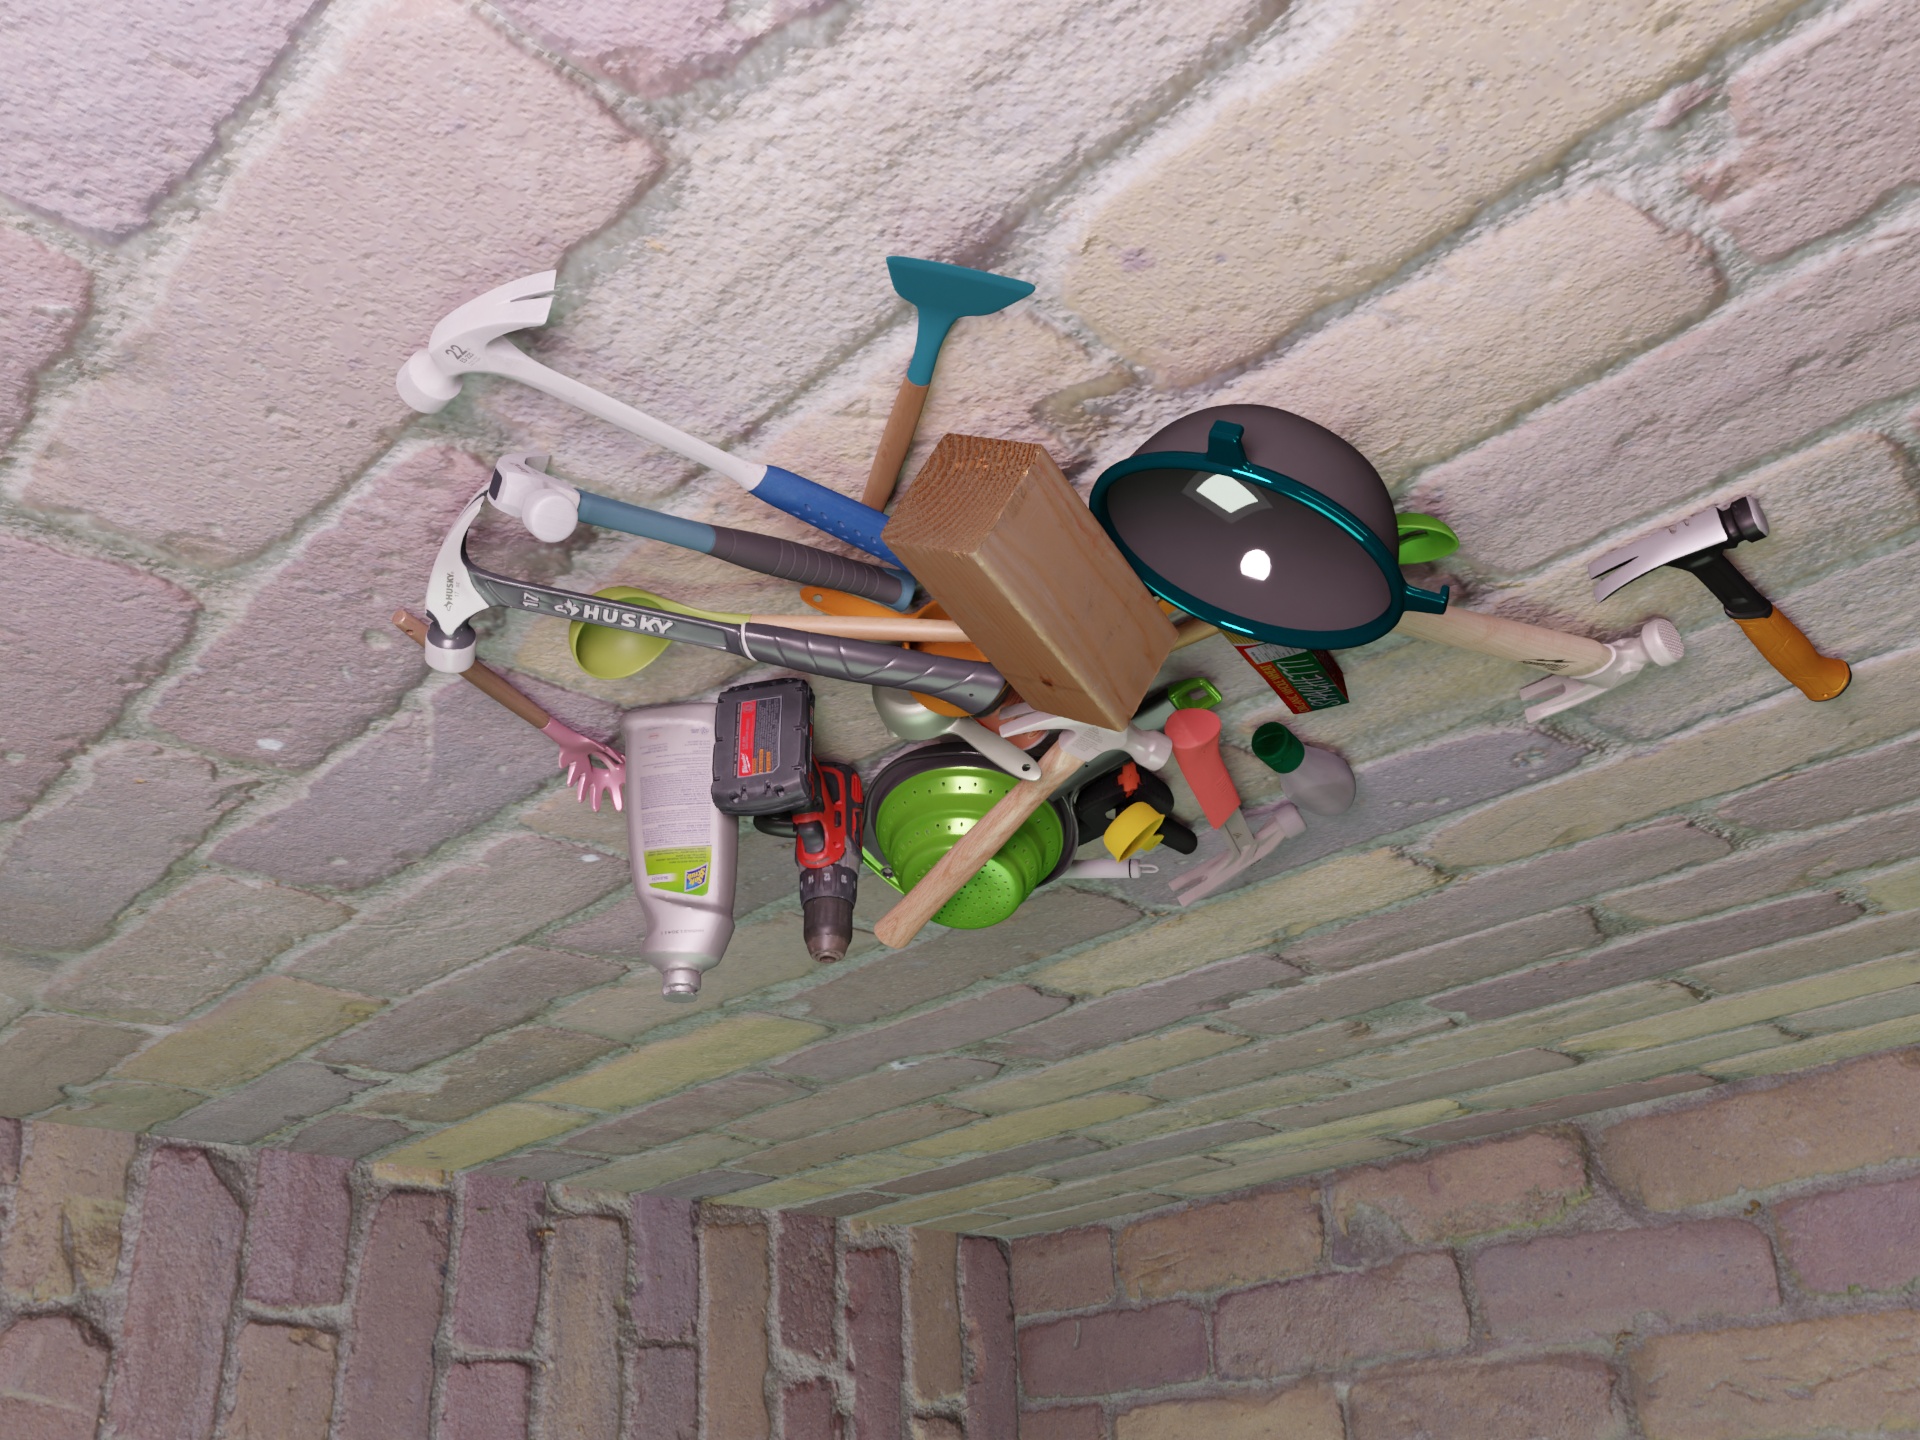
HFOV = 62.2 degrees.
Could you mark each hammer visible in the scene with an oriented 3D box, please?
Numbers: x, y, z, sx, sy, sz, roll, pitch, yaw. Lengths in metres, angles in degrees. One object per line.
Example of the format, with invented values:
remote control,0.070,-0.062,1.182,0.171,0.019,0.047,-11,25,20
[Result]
hammer,0.383,-0.067,1.233,0.410,0.038,0.146,10,152,-35
hammer,0.228,0.077,1.454,0.149,0.037,0.358,-33,152,4
hammer,0.632,-0.078,1.277,0.127,0.034,0.336,-26,145,36
hammer,-0.136,-0.159,1.008,0.405,0.035,0.144,22,152,-35
hammer,0.025,0.093,1.344,0.130,0.031,0.331,26,127,-23
hammer,-0.160,-0.119,1.068,0.330,0.128,0.033,11,106,-41
hammer,-0.167,-0.064,1.125,0.409,0.036,0.149,11,129,-9

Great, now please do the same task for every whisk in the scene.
whisk,-0.054,0.110,1.552,0.296,0.073,0.073,6,152,-5

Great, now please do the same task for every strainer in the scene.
strainer,0.072,0.152,1.614,0.258,0.050,0.086,-2,138,15
strainer,0.168,-0.133,1.082,0.210,0.095,0.340,32,162,-20

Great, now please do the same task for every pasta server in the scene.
pasta server,-0.362,-0.005,1.321,0.060,0.040,0.315,-23,147,12

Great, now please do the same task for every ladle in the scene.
ladle,-0.130,-0.061,1.168,0.320,0.062,0.078,2,138,7

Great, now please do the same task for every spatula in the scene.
spatula,-0.034,-0.189,0.989,0.082,0.044,0.317,8,152,-11

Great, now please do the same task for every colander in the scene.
colander,0.065,0.086,1.417,0.397,0.095,0.204,-32,120,30

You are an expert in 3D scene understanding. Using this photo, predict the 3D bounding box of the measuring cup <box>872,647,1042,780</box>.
measuring cup,-0.002,-0.004,1.246,0.168,0.083,0.038,34,164,31

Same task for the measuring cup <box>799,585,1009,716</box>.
measuring cup,-0.042,-0.060,1.218,0.173,0.095,0.052,19,157,-2

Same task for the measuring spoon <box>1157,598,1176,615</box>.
measuring spoon,0.164,-0.088,1.236,0.021,0.011,0.117,13,149,-28

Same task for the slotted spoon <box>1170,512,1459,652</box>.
slotted spoon,0.233,-0.093,1.220,0.314,0.031,0.070,-23,149,38

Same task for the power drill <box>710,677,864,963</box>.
power drill,-0.137,0.088,1.366,0.080,0.188,0.226,-8,148,11

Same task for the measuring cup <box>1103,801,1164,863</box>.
measuring cup,0.168,0.105,1.502,0.062,0.029,0.156,-46,165,5
